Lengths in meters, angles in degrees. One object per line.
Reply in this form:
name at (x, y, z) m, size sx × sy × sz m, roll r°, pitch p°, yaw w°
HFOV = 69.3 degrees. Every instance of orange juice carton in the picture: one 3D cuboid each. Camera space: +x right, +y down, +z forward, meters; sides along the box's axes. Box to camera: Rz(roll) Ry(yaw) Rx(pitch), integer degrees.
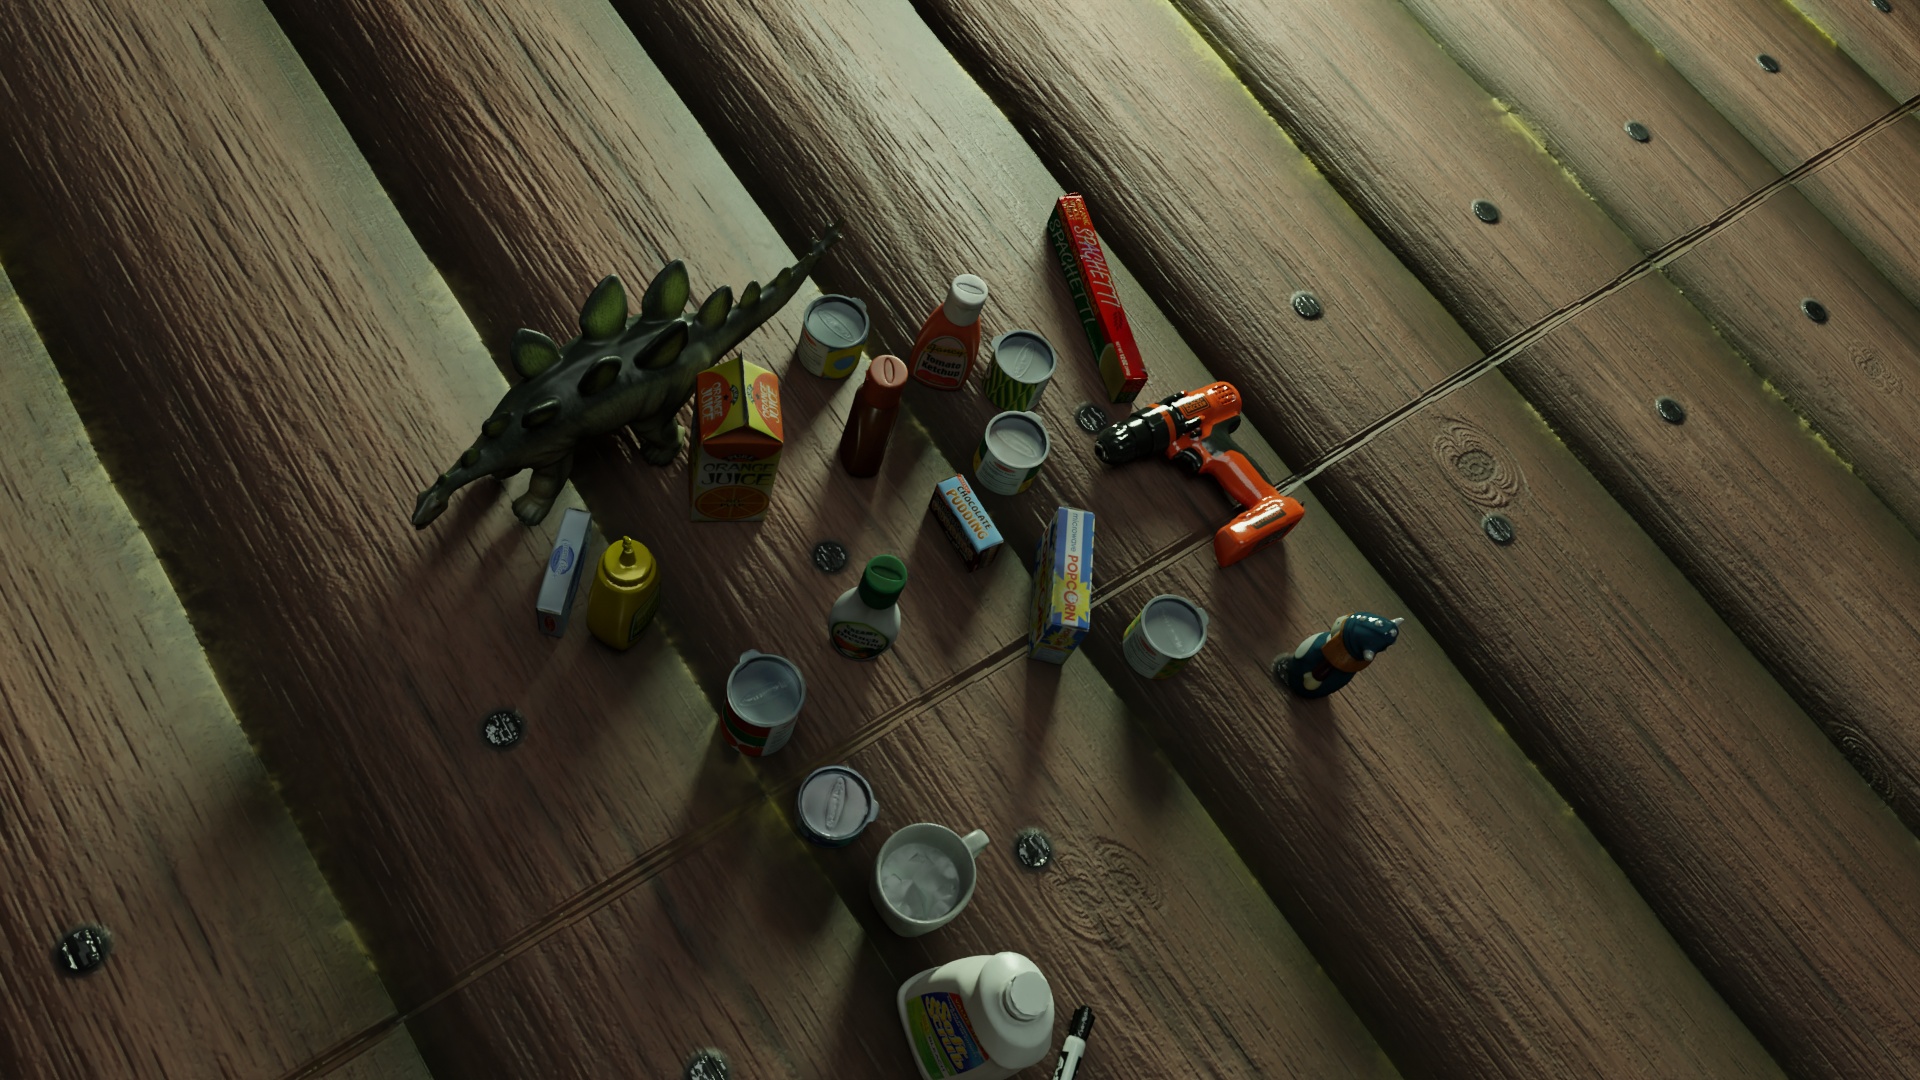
orange juice carton at (-0.203, -0.091, 1.249) m, size 0.073 × 0.191 × 0.072 m, roll -1°, pitch 64°, yaw -15°

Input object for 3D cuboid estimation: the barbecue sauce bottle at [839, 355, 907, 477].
barbecue sauce bottle at (-0.083, -0.121, 1.322) m, size 0.044 × 0.147 × 0.065 m, roll 3°, pitch 63°, yaw -13°

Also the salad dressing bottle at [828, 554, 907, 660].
salad dressing bottle at (-0.079, 0.059, 1.228) m, size 0.064 × 0.147 × 0.044 m, roll 20°, pitch 60°, yaw -4°

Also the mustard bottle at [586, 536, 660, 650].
mustard bottle at (-0.284, 0.039, 1.178) m, size 0.049 × 0.159 × 0.065 m, roll 31°, pitch 60°, yaw 2°

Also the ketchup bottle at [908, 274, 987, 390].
ketchup bottle at (-0.008, -0.208, 1.388) m, size 0.065 × 0.148 × 0.044 m, roll 16°, pitch 60°, yaw -6°

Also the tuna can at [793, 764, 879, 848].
tuna can at (-0.107, 0.230, 1.197) m, size 0.071 × 0.032 × 0.071 m, roll 6°, pitch 62°, yaw -12°

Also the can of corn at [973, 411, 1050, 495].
can of corn at (0.052, -0.088, 1.393) m, size 0.071 × 0.058 × 0.071 m, roll 6°, pitch 62°, yaw -12°

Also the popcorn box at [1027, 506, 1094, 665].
popcorn box at (0.096, 0.043, 1.320) m, size 0.038 × 0.084 × 0.127 m, roll 11°, pitch 61°, yaw -9°

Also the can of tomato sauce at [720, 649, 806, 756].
can of tomato sauce at (-0.173, 0.141, 1.198) m, size 0.071 × 0.082 × 0.071 m, roll 6°, pitch 62°, yaw -12°

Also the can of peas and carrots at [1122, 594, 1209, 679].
can of peas and carrots at (0.197, 0.093, 1.336) m, size 0.071 × 0.058 × 0.071 m, roll 6°, pitch 62°, yaw -12°

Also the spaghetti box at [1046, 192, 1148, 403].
spaghetti box at (0.147, -0.267, 1.517) m, size 0.029 × 0.050 × 0.251 m, roll -8°, pitch 65°, yaw -19°

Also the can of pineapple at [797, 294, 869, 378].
can of pineapple at (-0.128, -0.206, 1.408) m, size 0.071 × 0.057 × 0.071 m, roll 6°, pitch 62°, yaw -12°

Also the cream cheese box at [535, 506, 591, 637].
cream cheese box at (-0.350, 0.028, 1.228) m, size 0.024 × 0.053 × 0.104 m, roll 13°, pitch 61°, yaw -8°

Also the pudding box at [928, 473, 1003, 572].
pudding box at (0.005, -0.017, 1.348) m, size 0.030 × 0.049 × 0.084 m, roll -23°, pitch 71°, yaw -24°

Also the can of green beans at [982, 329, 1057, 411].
can of green beans at (0.061, -0.175, 1.441) m, size 0.071 × 0.057 × 0.071 m, roll 6°, pitch 62°, yaw -12°
